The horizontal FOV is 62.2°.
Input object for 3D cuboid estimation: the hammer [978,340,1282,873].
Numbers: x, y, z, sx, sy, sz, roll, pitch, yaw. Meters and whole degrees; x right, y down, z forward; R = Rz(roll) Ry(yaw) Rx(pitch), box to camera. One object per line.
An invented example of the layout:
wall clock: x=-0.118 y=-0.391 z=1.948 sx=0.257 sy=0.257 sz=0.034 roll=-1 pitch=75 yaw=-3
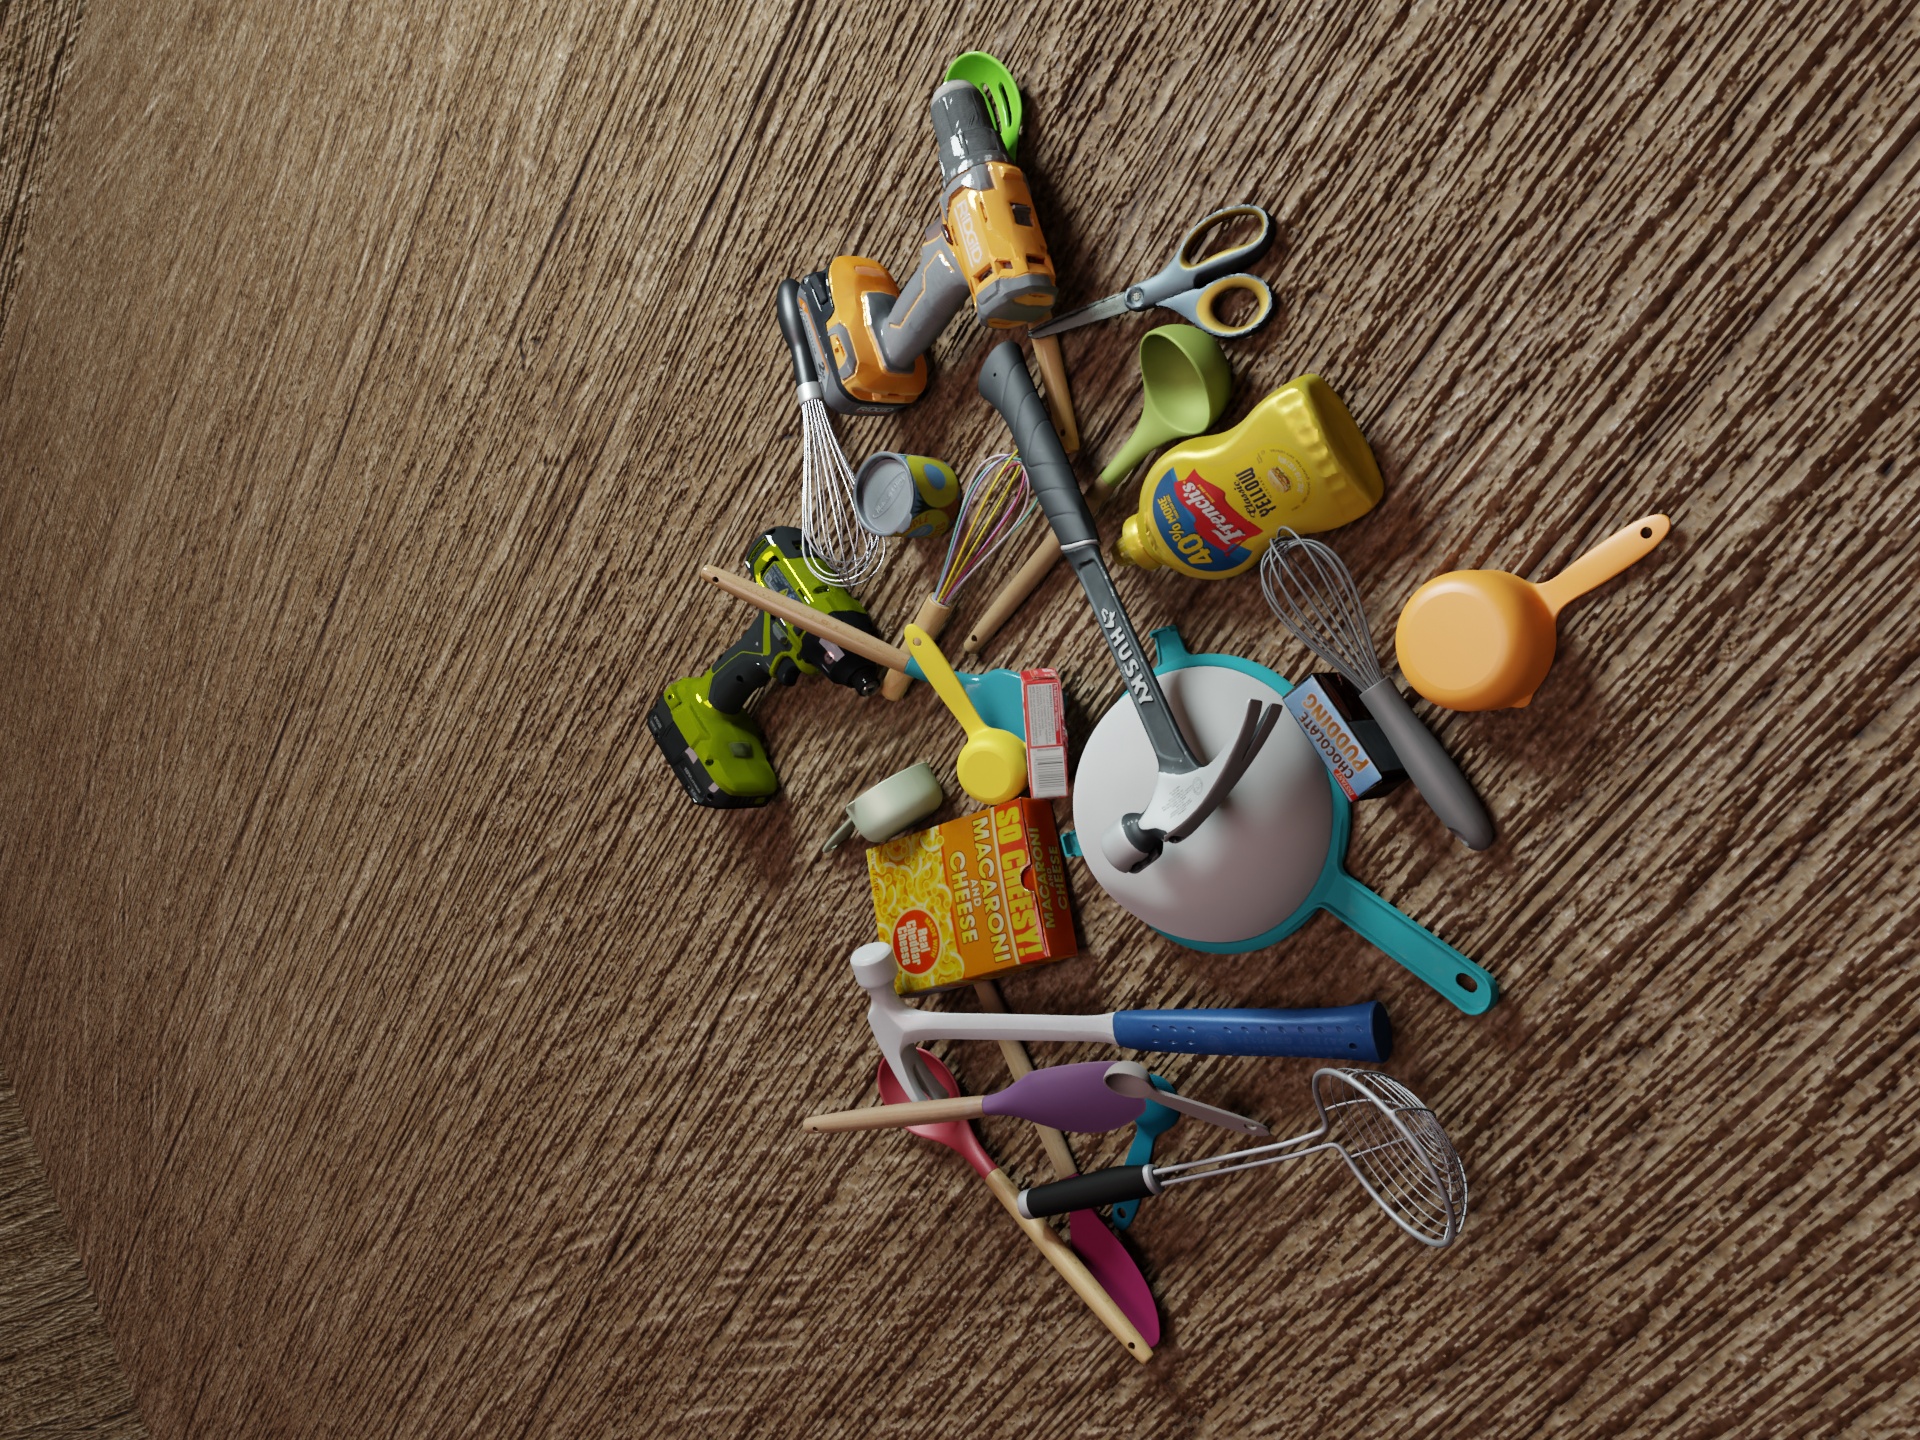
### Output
hammer: x=0.091 y=-0.107 z=1.080 sx=0.149 sy=0.036 sz=0.409 roll=-44 pitch=52 yaw=35

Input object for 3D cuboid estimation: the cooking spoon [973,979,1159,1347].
cooking spoon: x=0.073 y=0.324 z=1.217 sx=0.068 sy=0.017 sz=0.319 roll=-44 pitch=65 yaw=45

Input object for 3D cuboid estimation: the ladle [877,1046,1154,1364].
ladle: x=0.041 y=0.370 z=1.232 sx=0.316 sy=0.031 sz=0.069 roll=43 pitch=111 yaw=33

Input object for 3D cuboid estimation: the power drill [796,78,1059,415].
power drill: x=-0.031 y=-0.353 z=1.209 sx=0.226 sy=0.084 sz=0.185 roll=-26 pitch=76 yaw=46

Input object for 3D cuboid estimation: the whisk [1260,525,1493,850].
whisk: x=0.263 y=-0.021 z=1.001 sx=0.055 sy=0.055 sz=0.239 roll=-39 pitch=78 yaw=36

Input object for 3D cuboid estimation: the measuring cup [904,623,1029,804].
measuring cup: x=-0.002 y=-0.004 z=1.213 sx=0.062 sy=0.029 sz=0.156 roll=-30 pitch=96 yaw=27

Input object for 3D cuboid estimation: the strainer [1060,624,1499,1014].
strainer: x=0.192 y=0.092 z=1.049 sx=0.341 sy=0.095 sz=0.211 roll=37 pitch=116 yaw=35

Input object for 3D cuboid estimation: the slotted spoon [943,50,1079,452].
slotted spoon: x=0.046 y=-0.351 z=1.196 sx=0.070 sy=0.031 sz=0.314 roll=-18 pitch=82 yaw=40

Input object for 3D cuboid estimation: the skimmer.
skimmer: x=0.169 y=0.315 z=1.072 sx=0.363 sy=0.090 sz=0.127 roll=-24 pitch=97 yaw=36

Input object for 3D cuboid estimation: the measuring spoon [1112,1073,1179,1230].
measuring spoon: x=0.127 y=0.321 z=1.167 sx=0.042 sy=0.021 sz=0.128 roll=25 pitch=109 yaw=37

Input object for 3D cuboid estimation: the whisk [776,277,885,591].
whisk: x=-0.119 y=-0.242 z=1.330 sx=0.070 sy=0.070 sz=0.285 roll=-24 pitch=72 yaw=39

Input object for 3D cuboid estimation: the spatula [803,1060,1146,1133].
spatula: x=0.001 y=0.295 z=1.200 sx=0.316 sy=0.018 sz=0.059 roll=-15 pitch=107 yaw=35

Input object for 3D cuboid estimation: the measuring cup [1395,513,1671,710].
measuring cup: x=0.335 y=-0.070 z=0.942 sx=0.173 sy=0.052 sz=0.095 roll=-40 pitch=67 yaw=38

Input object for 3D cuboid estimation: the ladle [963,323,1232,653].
ladle: x=0.085 y=-0.155 z=1.155 sx=0.078 sy=0.062 sz=0.320 roll=54 pitch=127 yaw=18

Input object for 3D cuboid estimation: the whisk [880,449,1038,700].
whisk: x=-0.003 y=-0.112 z=1.248 sx=0.047 sy=0.051 sz=0.245 roll=-94 pitch=29 yaw=-54

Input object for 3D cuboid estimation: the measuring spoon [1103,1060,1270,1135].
measuring spoon: x=0.158 y=0.260 z=1.099 sx=0.034 sy=0.124 sz=0.018 roll=119 pitch=170 yaw=-53

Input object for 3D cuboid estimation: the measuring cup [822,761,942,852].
measuring cup: x=-0.070 y=0.088 z=1.306 sx=0.038 sy=0.083 sz=0.167 roll=58 pitch=142 yaw=10

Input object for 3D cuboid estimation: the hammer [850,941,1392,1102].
hammer: x=0.105 y=0.225 z=1.138 sx=0.405 sy=0.035 sz=0.144 roll=-6 pitch=110 yaw=33

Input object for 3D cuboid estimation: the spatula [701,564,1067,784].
spatula: x=-0.067 y=-0.053 z=1.253 sx=0.317 sy=0.044 sz=0.082 roll=24 pitch=112 yaw=8

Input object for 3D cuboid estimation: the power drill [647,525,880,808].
power drill: x=-0.165 y=-0.031 z=1.366 sx=0.223 sy=0.080 sz=0.171 roll=-50 pitch=61 yaw=28
